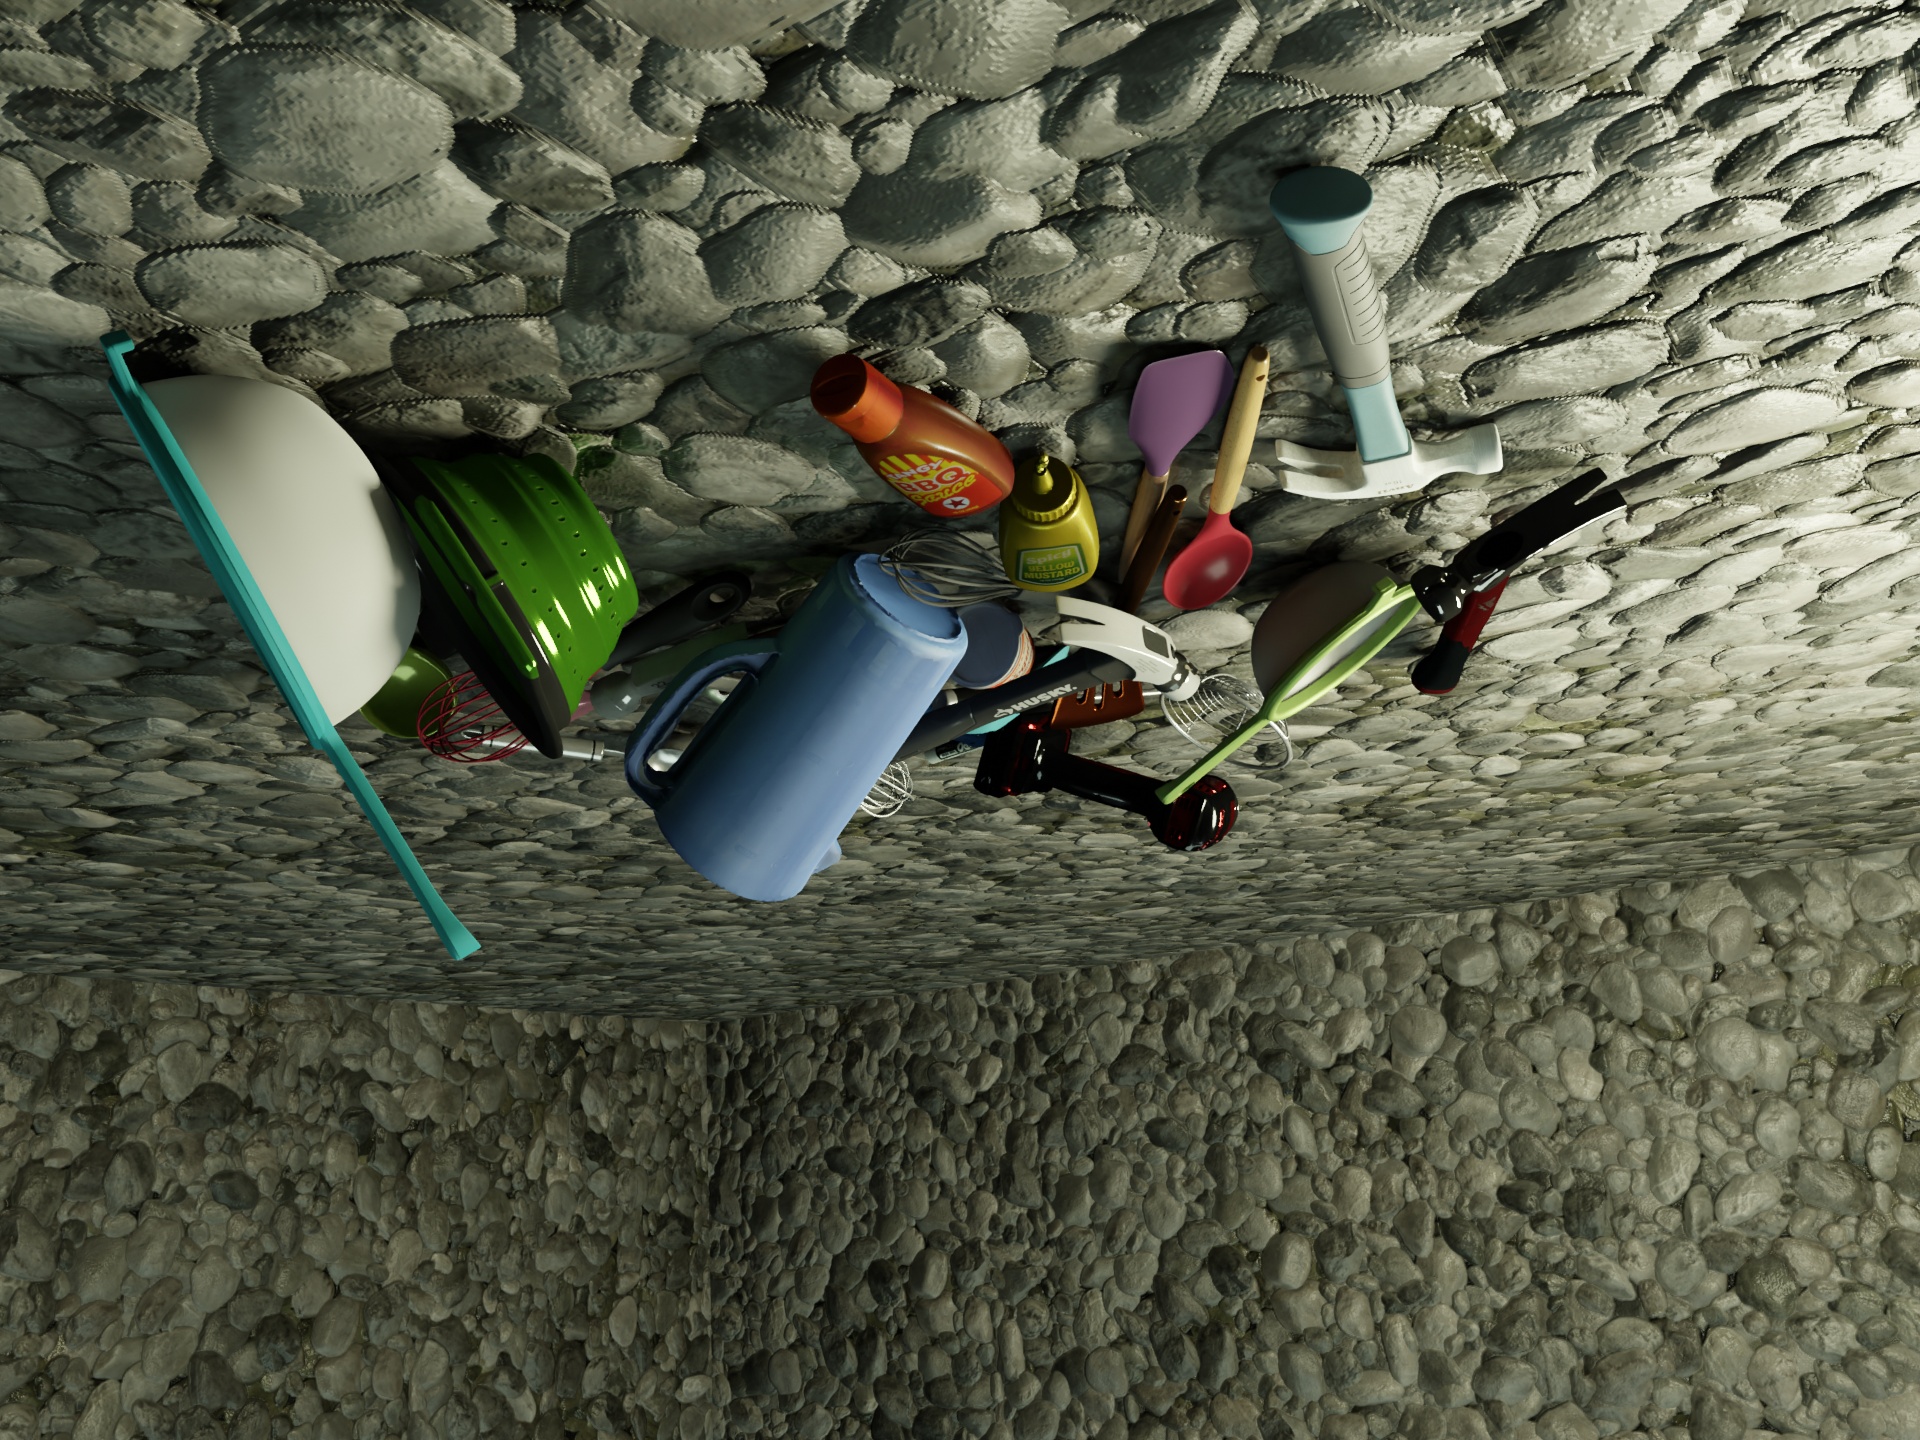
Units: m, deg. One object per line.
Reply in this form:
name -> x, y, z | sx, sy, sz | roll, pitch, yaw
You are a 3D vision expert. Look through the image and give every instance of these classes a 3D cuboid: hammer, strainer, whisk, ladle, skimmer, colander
hammer -> -0.002, -0.004, 1.179 | 0.335, 0.035, 0.146 | -21, 150, 29
strainer -> 0.231, -0.038, 1.199 | 0.256, 0.069, 0.151 | -42, 163, 21
whisk -> -0.277, -0.039, 1.153 | 0.296, 0.073, 0.073 | -24, 157, 17
hammer -> -0.101, -0.016, 1.314 | 0.144, 0.035, 0.405 | -21, 161, 35
strainer -> -0.325, 0.027, 1.458 | 0.258, 0.050, 0.087 | 9, 154, -20
ladle -> 0.167, -0.147, 1.003 | 0.069, 0.031, 0.315 | -23, 162, -5
hammer -> 0.399, -0.085, 1.212 | 0.143, 0.038, 0.386 | -32, 165, 4
whisk -> -0.130, 0.018, 1.379 | 0.246, 0.058, 0.059 | 34, 168, -37
skimmer -> 0.130, 0.009, 1.331 | 0.363, 0.090, 0.127 | -3, -177, -37
strainer -> -0.312, -0.043, 0.828 | 0.095, 0.340, 0.211 | -31, 179, -21
hammer -> 0.215, -0.193, 0.849 | 0.128, 0.033, 0.330 | -11, 162, 18
whisk -> 0.041, -0.099, 1.114 | 0.238, 0.055, 0.055 | 5, 162, -42
ladle -> -0.422, -0.065, 1.101 | 0.078, 0.062, 0.320 | -2, 161, -2
colander -> -0.283, -0.085, 0.993 | 0.094, 0.204, 0.397 | -34, -169, -19

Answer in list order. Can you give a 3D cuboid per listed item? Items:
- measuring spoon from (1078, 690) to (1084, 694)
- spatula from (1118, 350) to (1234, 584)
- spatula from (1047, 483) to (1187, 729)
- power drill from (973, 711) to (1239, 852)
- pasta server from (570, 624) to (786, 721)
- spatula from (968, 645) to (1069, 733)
measuring spoon -> 0.115, -0.051, 1.345 | 0.034, 0.018, 0.124 | -3, 158, -27
spatula -> 0.123, -0.149, 1.001 | 0.060, 0.018, 0.315 | -12, 163, -5
spatula -> 0.120, -0.074, 1.127 | 0.081, 0.041, 0.322 | -10, 160, -10
power drill -> 0.135, 0.054, 1.396 | 0.220, 0.078, 0.143 | 19, -170, 20
pasta server -> -0.236, -0.043, 1.269 | 0.316, 0.040, 0.060 | -16, 160, 23
spatula -> -0.057, 0.003, 1.302 | 0.317, 0.044, 0.082 | -12, 157, -14
